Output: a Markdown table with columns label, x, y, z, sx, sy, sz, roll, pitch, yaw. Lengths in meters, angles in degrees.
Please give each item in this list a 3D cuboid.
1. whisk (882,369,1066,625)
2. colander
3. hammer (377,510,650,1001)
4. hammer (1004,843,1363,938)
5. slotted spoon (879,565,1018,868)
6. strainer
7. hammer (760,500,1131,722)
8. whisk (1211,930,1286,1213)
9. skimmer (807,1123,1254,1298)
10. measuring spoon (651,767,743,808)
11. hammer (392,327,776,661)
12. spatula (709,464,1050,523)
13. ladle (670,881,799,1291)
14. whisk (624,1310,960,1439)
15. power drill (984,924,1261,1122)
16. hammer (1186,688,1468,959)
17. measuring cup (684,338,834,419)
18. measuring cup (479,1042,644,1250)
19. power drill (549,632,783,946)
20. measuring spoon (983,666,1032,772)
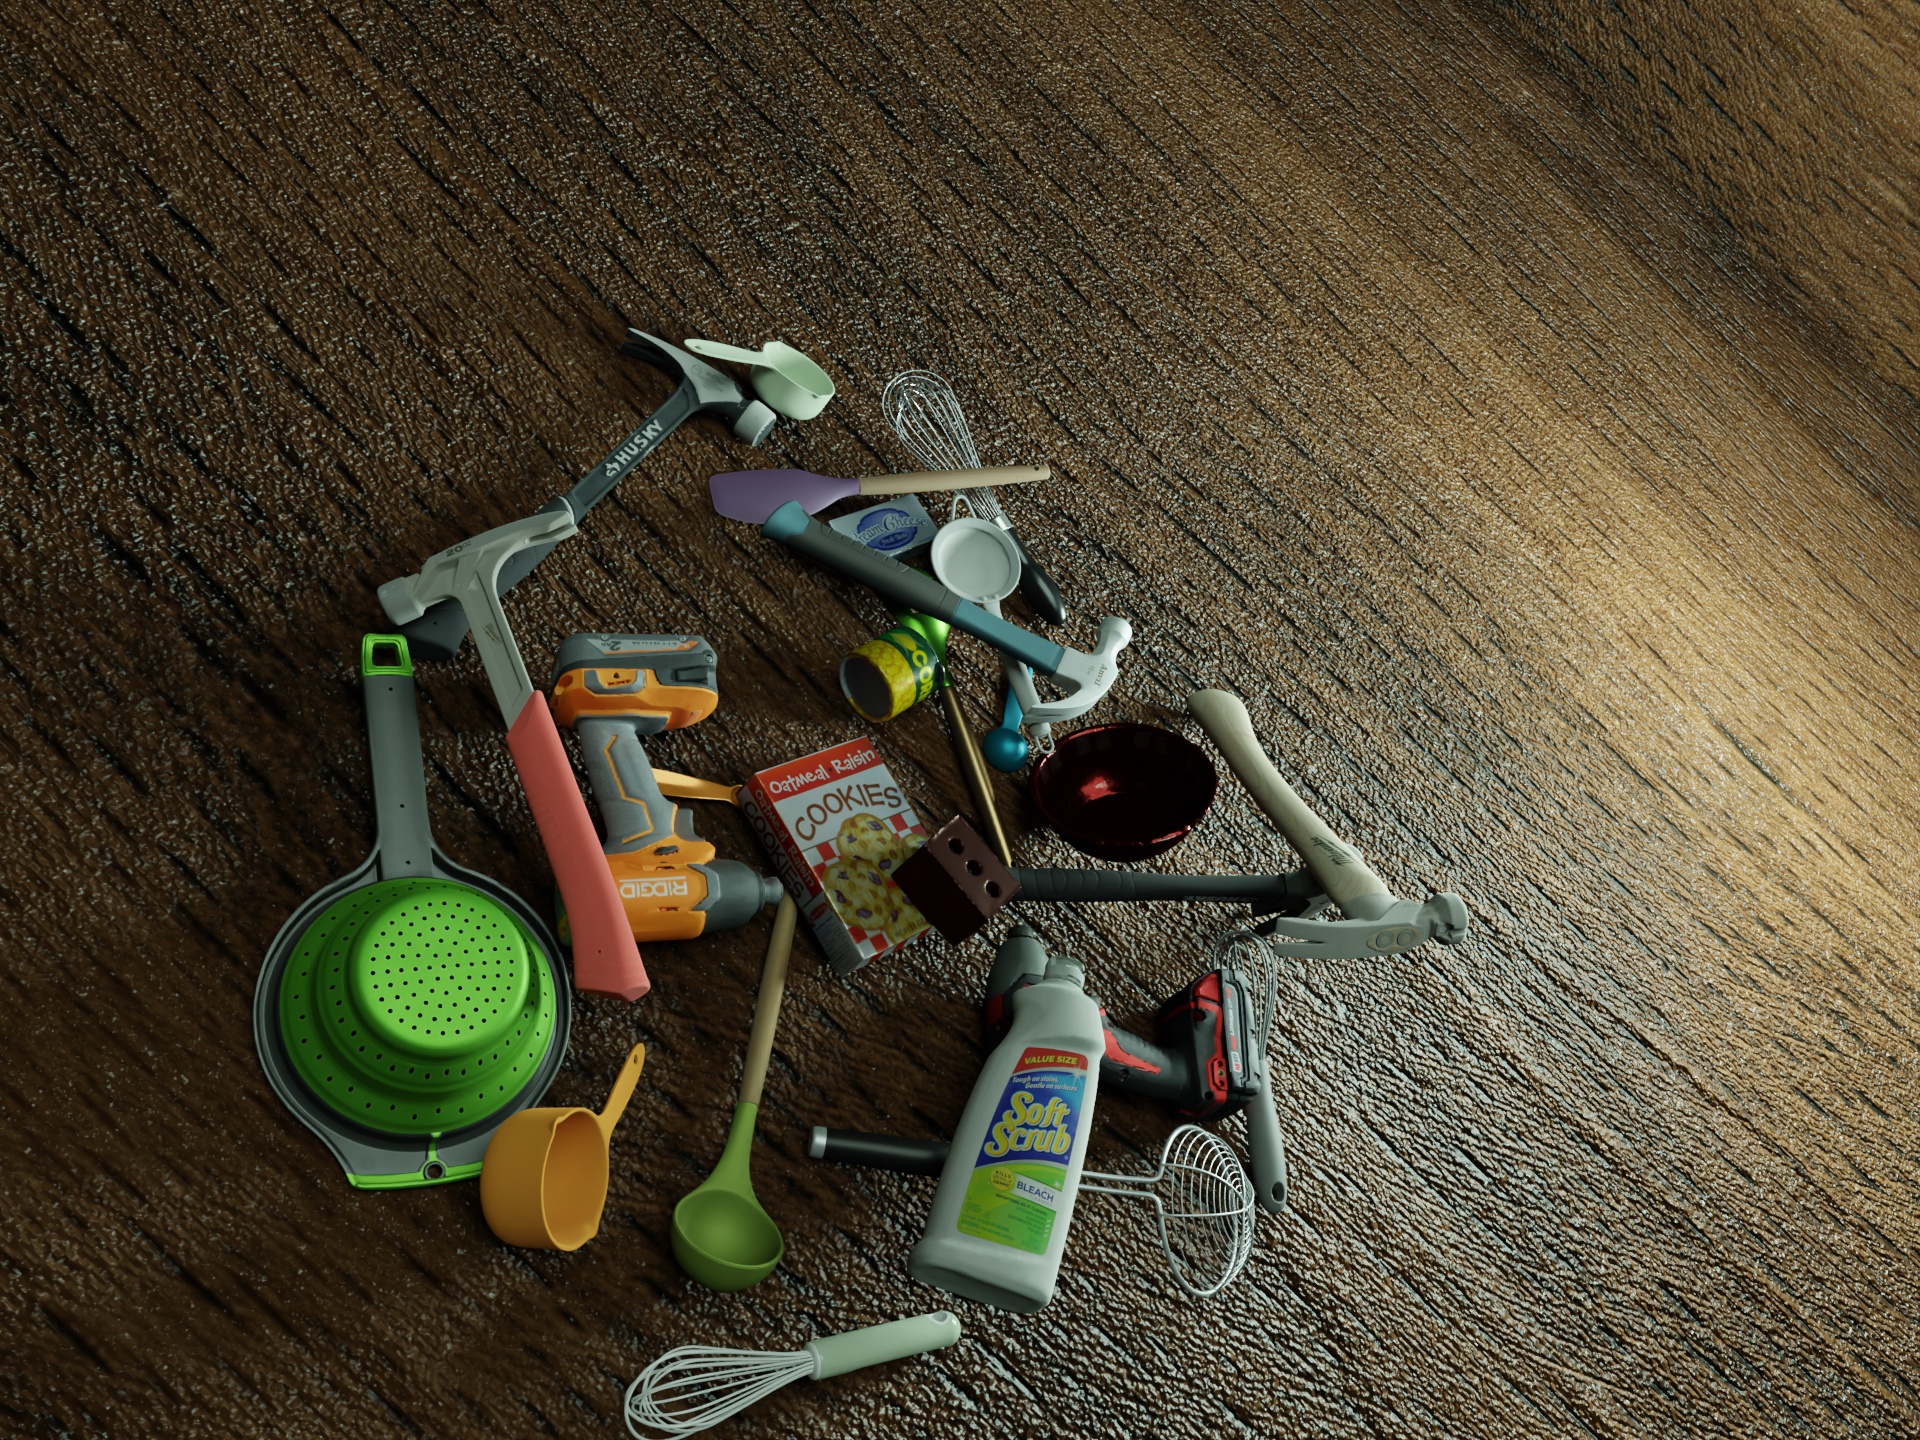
| label | x | y | z | sx | sy | sz | roll | pitch | yaw |
| --- | --- | --- | --- | --- | --- | --- | --- | --- | --- |
| whisk | 0.019 | -0.210 | 1.496 | 0.070 | 0.070 | 0.284 | -29 | 83 | -38 |
| colander | -0.362 | 0.101 | 1.061 | 0.204 | 0.094 | 0.397 | 0 | 64 | -30 |
| hammer | -0.283 | 0.025 | 1.108 | 0.149 | 0.036 | 0.359 | -24 | 71 | -6 |
| hammer | 0.156 | 0.141 | 1.329 | 0.334 | 0.146 | 0.035 | 3 | 62 | -17 |
| slotted spoon | -0.002 | -0.004 | 1.378 | 0.070 | 0.031 | 0.314 | -5 | 66 | -34 |
| strainer | 0.033 | -0.083 | 1.426 | 0.087 | 0.050 | 0.259 | -10 | 66 | -23 |
| hammer | -0.017 | -0.102 | 1.380 | 0.331 | 0.033 | 0.128 | 27 | 60 | -4 |
| whisk | 0.248 | 0.289 | 1.331 | 0.055 | 0.055 | 0.239 | 9 | 62 | -25 |
| skimmer | 0.059 | 0.350 | 1.197 | 0.363 | 0.090 | 0.127 | 11 | 61 | -11 |
| measuring spoon | -0.219 | 0.052 | 1.234 | 0.116 | 0.011 | 0.021 | 11 | 59 | -19 |
| hammer | -0.317 | -0.185 | 1.304 | 0.149 | 0.036 | 0.409 | 38 | 51 | -2 |
| spatula | -0.067 | -0.211 | 1.434 | 0.316 | 0.018 | 0.060 | -8 | 62 | -18 |
| ladle | -0.142 | 0.245 | 1.131 | 0.078 | 0.062 | 0.320 | 21 | 51 | -16 |
| whisk | -0.105 | 0.427 | 1.052 | 0.246 | 0.058 | 0.059 | 0 | 97 | -33 |
| power drill | 0.122 | 0.243 | 1.269 | 0.219 | 0.078 | 0.143 | 11 | 57 | -20 |
| hammer | 0.262 | 0.072 | 1.334 | 0.146 | 0.038 | 0.411 | -4 | 26 | -11 |
| measuring cup | -0.186 | -0.308 | 1.421 | 0.167 | 0.038 | 0.083 | 2 | 45 | -48 |
| measuring cup | -0.259 | 0.271 | 1.049 | 0.052 | 0.095 | 0.174 | -4 | 27 | 13 |
| power drill | -0.221 | 0.053 | 1.179 | 0.164 | 0.084 | 0.227 | 0 | 67 | -23 |
| measuring spoon | 0.051 | -0.012 | 1.413 | 0.042 | 0.021 | 0.129 | 24 | 54 | -15 |
